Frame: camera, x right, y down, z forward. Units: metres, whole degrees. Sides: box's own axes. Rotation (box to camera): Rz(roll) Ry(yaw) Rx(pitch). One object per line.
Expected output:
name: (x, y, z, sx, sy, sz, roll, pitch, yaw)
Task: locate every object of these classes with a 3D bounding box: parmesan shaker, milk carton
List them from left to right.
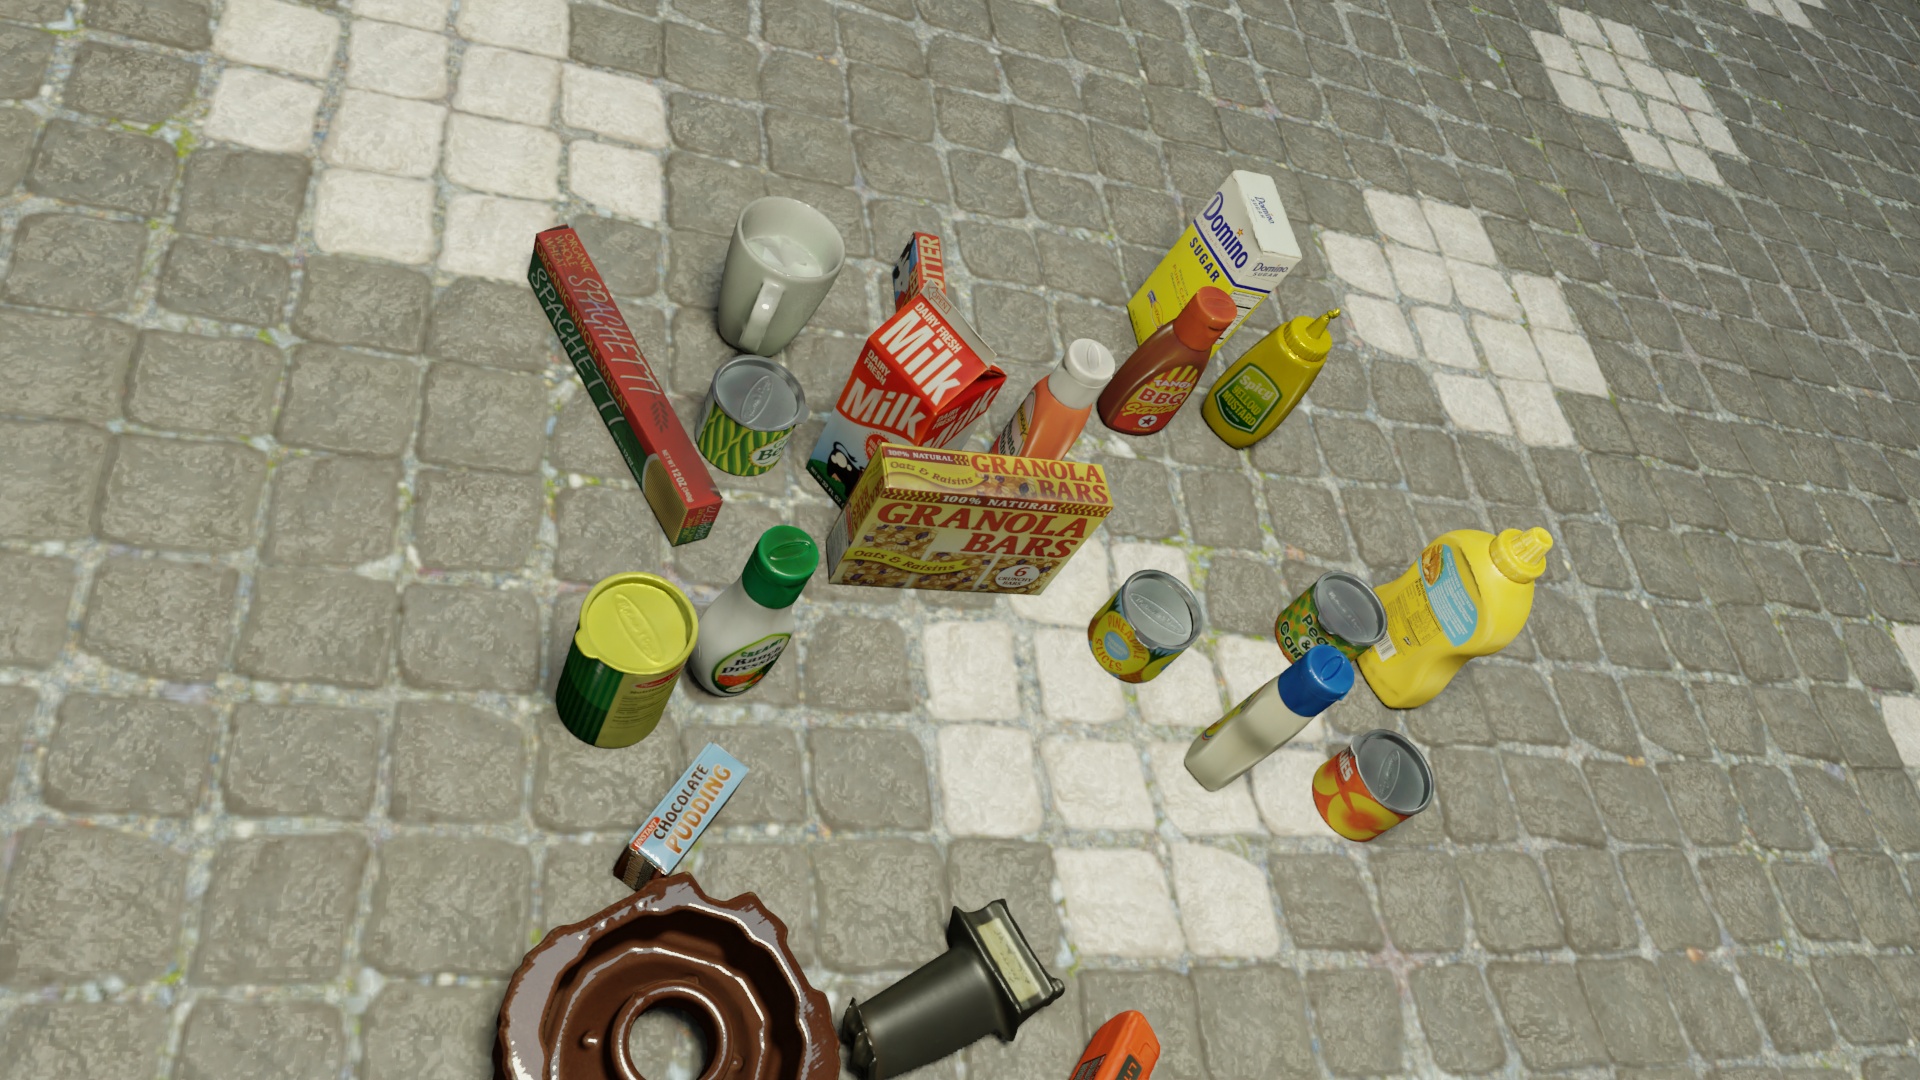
parmesan shaker: (-0.201, 0.073, 0.818, 0.071, 0.102, 0.071, 13, 53, -18)
milk carton: (-0.033, -0.093, 0.957, 0.074, 0.189, 0.072, -31, 75, -38)

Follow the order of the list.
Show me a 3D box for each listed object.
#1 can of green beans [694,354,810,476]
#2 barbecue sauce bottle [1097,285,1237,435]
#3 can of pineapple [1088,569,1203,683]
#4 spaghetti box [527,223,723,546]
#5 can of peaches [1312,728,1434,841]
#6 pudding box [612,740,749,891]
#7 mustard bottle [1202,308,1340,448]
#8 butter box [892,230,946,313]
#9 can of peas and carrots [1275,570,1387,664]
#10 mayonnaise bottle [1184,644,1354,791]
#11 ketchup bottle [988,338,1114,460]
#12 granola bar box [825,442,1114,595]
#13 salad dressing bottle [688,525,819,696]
can of green beans: (-0.150, -0.088, 0.983, 0.071, 0.057, 0.071, 13, 53, -18)
barbecue sauce bottle: (0.169, -0.144, 1.117, 0.065, 0.147, 0.044, 2, 57, -25)
can of pineapple: (0.133, 0.064, 1.015, 0.071, 0.057, 0.071, 13, 53, -18)
spaghetti box: (-0.236, -0.111, 0.962, 0.029, 0.050, 0.250, -19, 68, -34)
can of peaches: (0.299, 0.178, 1.016, 0.071, 0.057, 0.071, 13, 53, -18)
pudding box: (-0.163, 0.162, 0.809, 0.030, 0.049, 0.084, 36, 50, 1)
mustard bottle: (0.263, -0.142, 1.154, 0.065, 0.159, 0.049, 47, 51, 9)
butter box: (-0.032, -0.193, 1.116, 0.024, 0.052, 0.104, 8, 55, -21)
can of peas and carrots: (0.288, 0.067, 1.087, 0.071, 0.058, 0.071, 13, 53, -18)
mayonnaise bottle: (0.214, 0.120, 0.956, 0.041, 0.147, 0.065, 47, 51, 10)
ketchup bottle: (0.066, -0.090, 1.030, 0.043, 0.148, 0.065, 14, 53, -17)
granola bar box: (0.003, -0.012, 0.962, 0.166, 0.123, 0.039, 4, 57, -23)
salad dressing bottle: (-0.125, 0.044, 0.846, 0.064, 0.147, 0.044, -16, 66, -33)
